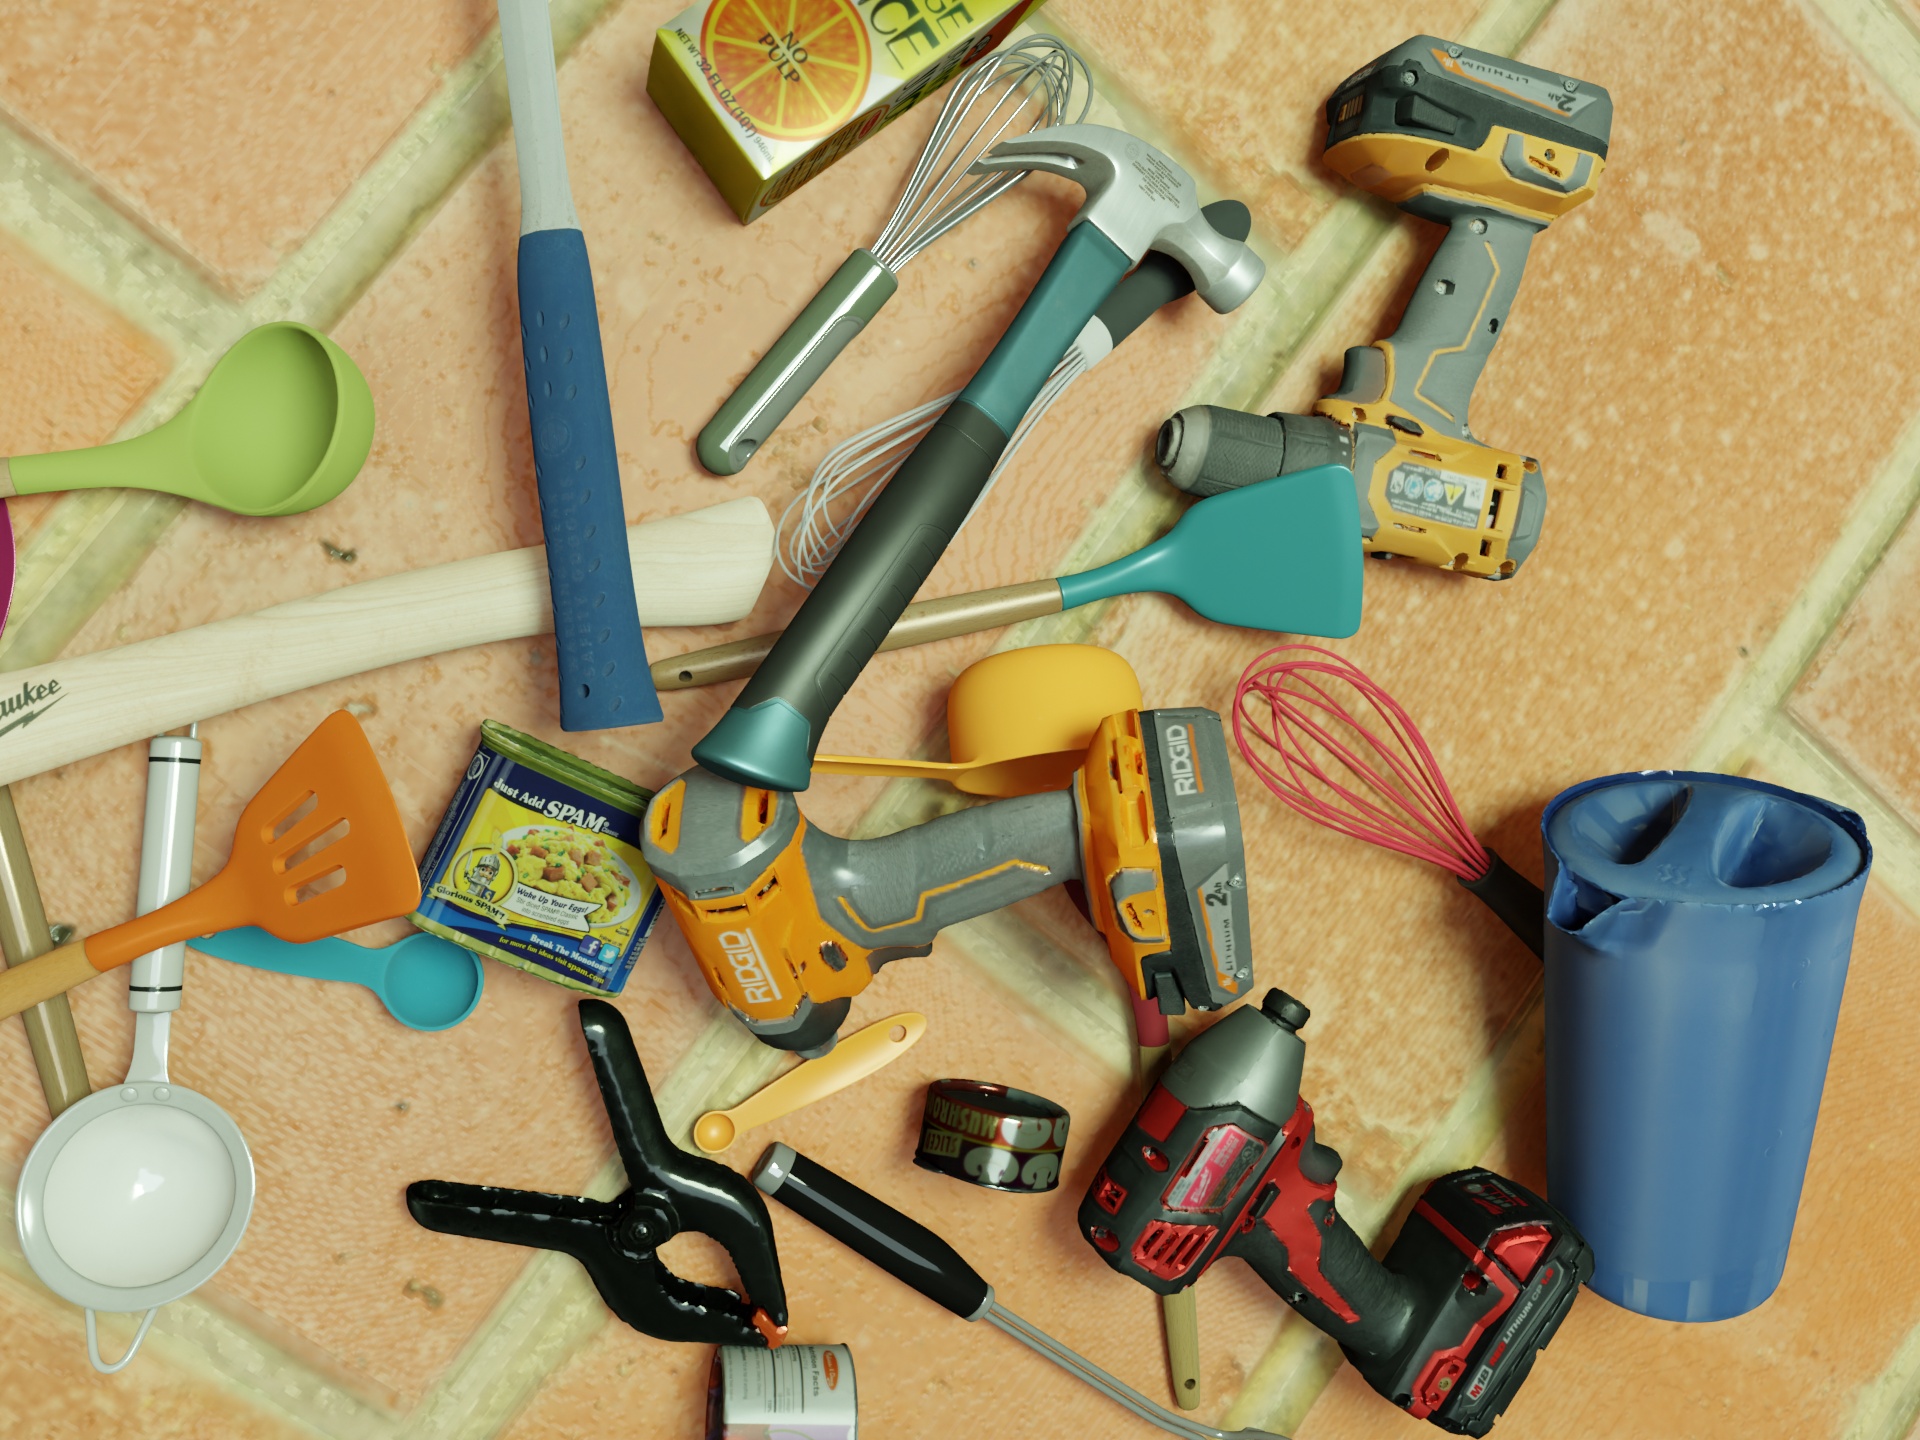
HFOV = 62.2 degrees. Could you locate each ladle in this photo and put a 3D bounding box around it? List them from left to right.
[{"bbox_3d":[-0.383,-0.092,0.587,0.320,0.062,0.078,-12,75,-17],"label":"ladle"},{"bbox_3d":[0.093,0.178,0.755,0.069,0.031,0.315,-8,97,-10],"label":"ladle"}]

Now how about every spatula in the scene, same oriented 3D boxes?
[{"bbox_3d":[-0.351,0.097,0.594,0.322,0.041,0.081,-24,81,0],"label":"spatula"},{"bbox_3d":[0.021,-0.049,0.704,0.317,0.044,0.082,-13,114,-8],"label":"spatula"}]

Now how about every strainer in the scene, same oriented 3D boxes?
[{"bbox_3d":[-0.317,0.118,0.629,0.087,0.050,0.258,3,85,-10],"label":"strainer"}]

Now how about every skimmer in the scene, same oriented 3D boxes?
[{"bbox_3d":[0.050,0.318,0.716,0.363,0.090,0.127,36,127,-10],"label":"skimmer"}]

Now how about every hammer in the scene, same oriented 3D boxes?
[{"bbox_3d":[-0.273,-0.035,0.625,0.410,0.038,0.146,-17,87,-19],"label":"hammer"},{"bbox_3d":[-0.165,-0.198,0.617,0.144,0.035,0.405,-5,93,20],"label":"hammer"},{"bbox_3d":[0.002,-0.108,0.636,0.128,0.033,0.331,39,70,-18],"label":"hammer"}]

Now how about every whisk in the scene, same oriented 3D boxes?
[{"bbox_3d":[-0.031,-0.202,0.693,0.059,0.057,0.246,39,87,21],"label":"whisk"},{"bbox_3d":[0.031,-0.149,0.702,0.284,0.070,0.070,-42,102,-18],"label":"whisk"},{"bbox_3d":[0.238,0.061,0.774,0.295,0.073,0.073,37,83,-20],"label":"whisk"}]

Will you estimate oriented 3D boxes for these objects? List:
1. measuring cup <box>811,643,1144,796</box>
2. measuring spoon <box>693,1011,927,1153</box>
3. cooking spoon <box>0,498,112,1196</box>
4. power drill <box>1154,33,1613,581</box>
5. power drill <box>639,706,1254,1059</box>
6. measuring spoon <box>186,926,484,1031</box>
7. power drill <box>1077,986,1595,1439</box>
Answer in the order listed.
[{"bbox_3d":[-0.001,-0.002,0.681,0.173,0.095,0.052,2,74,-23],"label":"measuring cup"},{"bbox_3d":[-0.067,0.162,0.721,0.117,0.011,0.021,-26,102,-16],"label":"measuring spoon"},{"bbox_3d":[-0.381,0.035,0.624,0.068,0.017,0.319,-14,96,-19],"label":"cooking spoon"},{"bbox_3d":[0.195,-0.189,0.738,0.185,0.084,0.226,10,95,-13],"label":"power drill"},{"bbox_3d":[0.001,0.078,0.652,0.226,0.084,0.164,-8,135,6],"label":"power drill"},{"bbox_3d":[-0.262,0.097,0.664,0.128,0.021,0.042,14,90,-6],"label":"measuring spoon"},{"bbox_3d":[0.175,0.224,0.735,0.219,0.079,0.143,32,90,-17],"label":"power drill"}]
